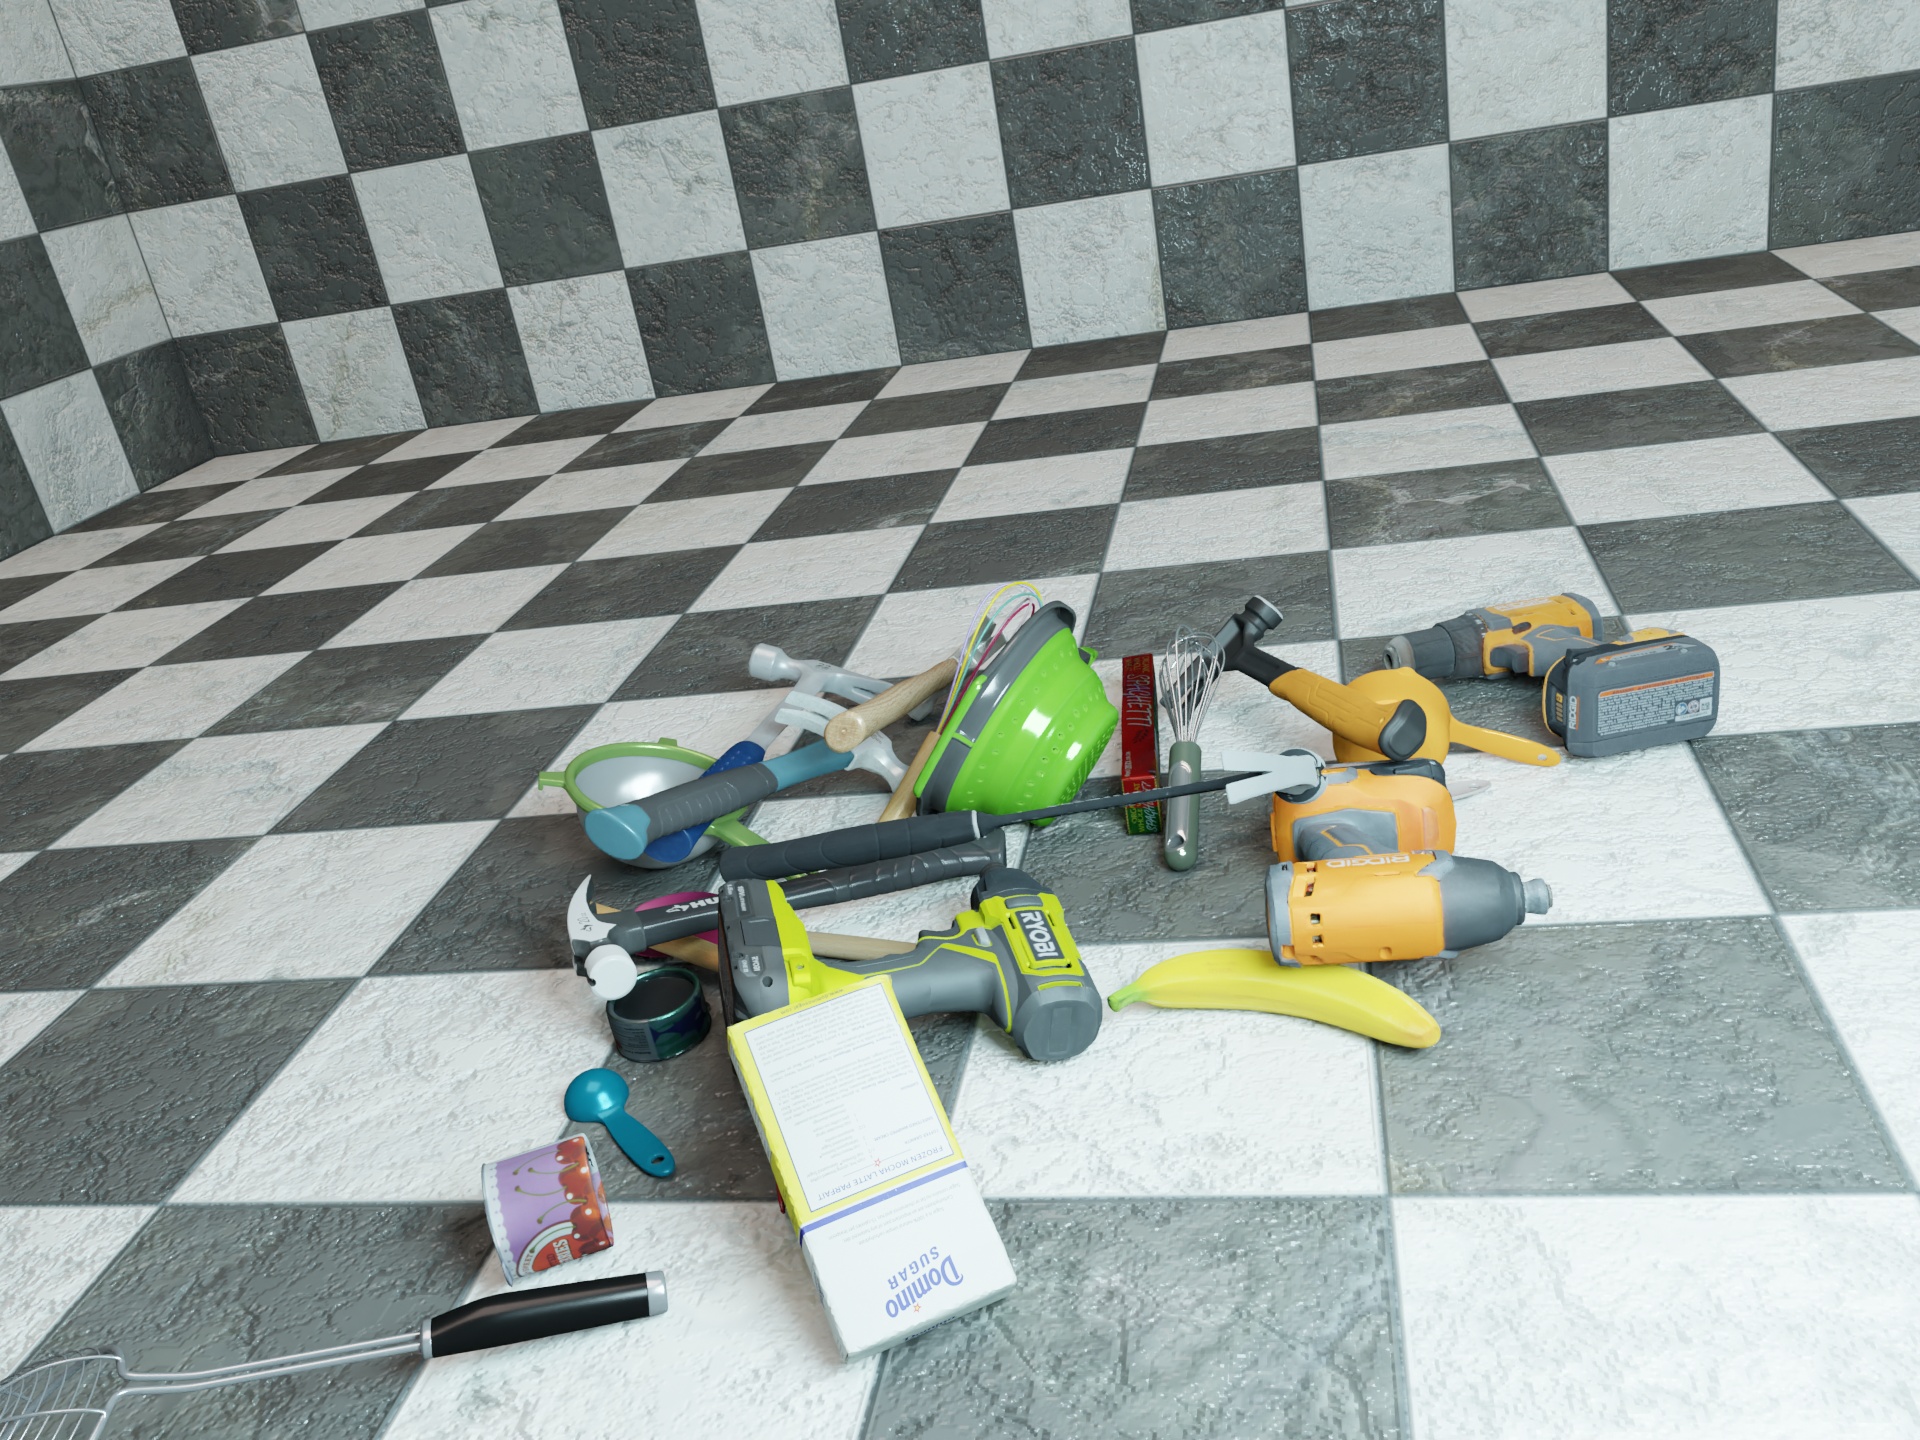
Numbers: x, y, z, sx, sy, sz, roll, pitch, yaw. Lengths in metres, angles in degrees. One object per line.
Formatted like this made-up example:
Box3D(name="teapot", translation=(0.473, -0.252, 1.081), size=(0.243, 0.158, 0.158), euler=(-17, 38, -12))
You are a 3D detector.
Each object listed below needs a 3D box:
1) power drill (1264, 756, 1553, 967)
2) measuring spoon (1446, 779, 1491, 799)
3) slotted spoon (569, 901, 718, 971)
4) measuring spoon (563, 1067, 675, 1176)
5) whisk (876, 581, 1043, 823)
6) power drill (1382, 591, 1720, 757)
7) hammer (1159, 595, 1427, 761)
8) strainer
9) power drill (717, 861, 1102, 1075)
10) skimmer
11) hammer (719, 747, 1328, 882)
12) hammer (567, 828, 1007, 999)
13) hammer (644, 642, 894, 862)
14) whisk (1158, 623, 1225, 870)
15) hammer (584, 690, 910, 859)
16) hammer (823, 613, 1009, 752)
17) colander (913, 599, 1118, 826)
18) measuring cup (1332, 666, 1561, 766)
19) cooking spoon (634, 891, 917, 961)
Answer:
Box3D(name="power drill", translation=(0.278, 0.090, 1.018), size=(0.164, 0.084, 0.226), euler=(-5, 13, 12))
Box3D(name="measuring spoon", translation=(0.344, 0.065, 1.177), size=(0.124, 0.018, 0.034), euler=(-13, 23, -23))
Box3D(name="slotted spoon", translation=(-0.176, 0.168, 1.123), size=(0.314, 0.031, 0.070), euler=(12, 34, 38))
Box3D(name="measuring spoon", translation=(-0.211, 0.246, 0.987), size=(0.042, 0.021, 0.129), euler=(-25, 27, -29))
Box3D(name="whisk", translation=(0.000, -0.003, 1.276), size=(0.051, 0.047, 0.245), euler=(27, 84, 31))
Box3D(name="power drill", translation=(0.463, -0.042, 1.271), size=(0.185, 0.084, 0.226), euler=(-10, 20, -9))
Box3D(name="hammer", translation=(0.258, -0.019, 1.228), size=(0.127, 0.034, 0.337), euler=(-48, 18, 1))
Box3D(name="strainer", translation=(-0.211, 0.099, 1.283), size=(0.256, 0.069, 0.151), euler=(27, 26, 28))
Box3D(name="power drill", translation=(-0.039, 0.151, 1.013), size=(0.223, 0.080, 0.171), euler=(-3, 29, -14))
Box3D(name="skimmer", translation=(-0.330, 0.348, 0.805), size=(0.363, 0.090, 0.127), euler=(-6, 20, -15))
Box3D(name="hammer", translation=(0.024, 0.067, 1.034), size=(0.409, 0.036, 0.149), euler=(-11, -7, 22))
Box3D(name="hammer", translation=(-0.117, 0.123, 1.151), size=(0.334, 0.035, 0.146), euler=(-11, 19, -22))
Box3D(name="hammer", translation=(-0.169, 0.022, 1.349), size=(0.144, 0.035, 0.406), euler=(15, 22, 7))
Box3D(name="whisk", translation=(0.175, 0.017, 1.234), size=(0.058, 0.059, 0.247), euler=(-17, 41, 26))
Box3D(name="hammer", translation=(-0.157, 0.048, 1.217), size=(0.128, 0.033, 0.331), euler=(42, 28, 17))
Box3D(name="hammer", translation=(-0.040, -0.023, 1.324), size=(0.130, 0.031, 0.331), euler=(-41, -2, 19))
Box3D(name="colander", translation=(0.085, 0.000, 1.322), size=(0.094, 0.204, 0.397), euler=(33, 19, 10))
Box3D(name="measuring cup", translation=(0.366, 0.022, 1.199), size=(0.173, 0.095, 0.052), euler=(15, 39, 8))
Box3D(name="cooking spoon", translation=(-0.112, 0.160, 1.143), size=(0.319, 0.017, 0.069), euler=(2, 40, 27))
